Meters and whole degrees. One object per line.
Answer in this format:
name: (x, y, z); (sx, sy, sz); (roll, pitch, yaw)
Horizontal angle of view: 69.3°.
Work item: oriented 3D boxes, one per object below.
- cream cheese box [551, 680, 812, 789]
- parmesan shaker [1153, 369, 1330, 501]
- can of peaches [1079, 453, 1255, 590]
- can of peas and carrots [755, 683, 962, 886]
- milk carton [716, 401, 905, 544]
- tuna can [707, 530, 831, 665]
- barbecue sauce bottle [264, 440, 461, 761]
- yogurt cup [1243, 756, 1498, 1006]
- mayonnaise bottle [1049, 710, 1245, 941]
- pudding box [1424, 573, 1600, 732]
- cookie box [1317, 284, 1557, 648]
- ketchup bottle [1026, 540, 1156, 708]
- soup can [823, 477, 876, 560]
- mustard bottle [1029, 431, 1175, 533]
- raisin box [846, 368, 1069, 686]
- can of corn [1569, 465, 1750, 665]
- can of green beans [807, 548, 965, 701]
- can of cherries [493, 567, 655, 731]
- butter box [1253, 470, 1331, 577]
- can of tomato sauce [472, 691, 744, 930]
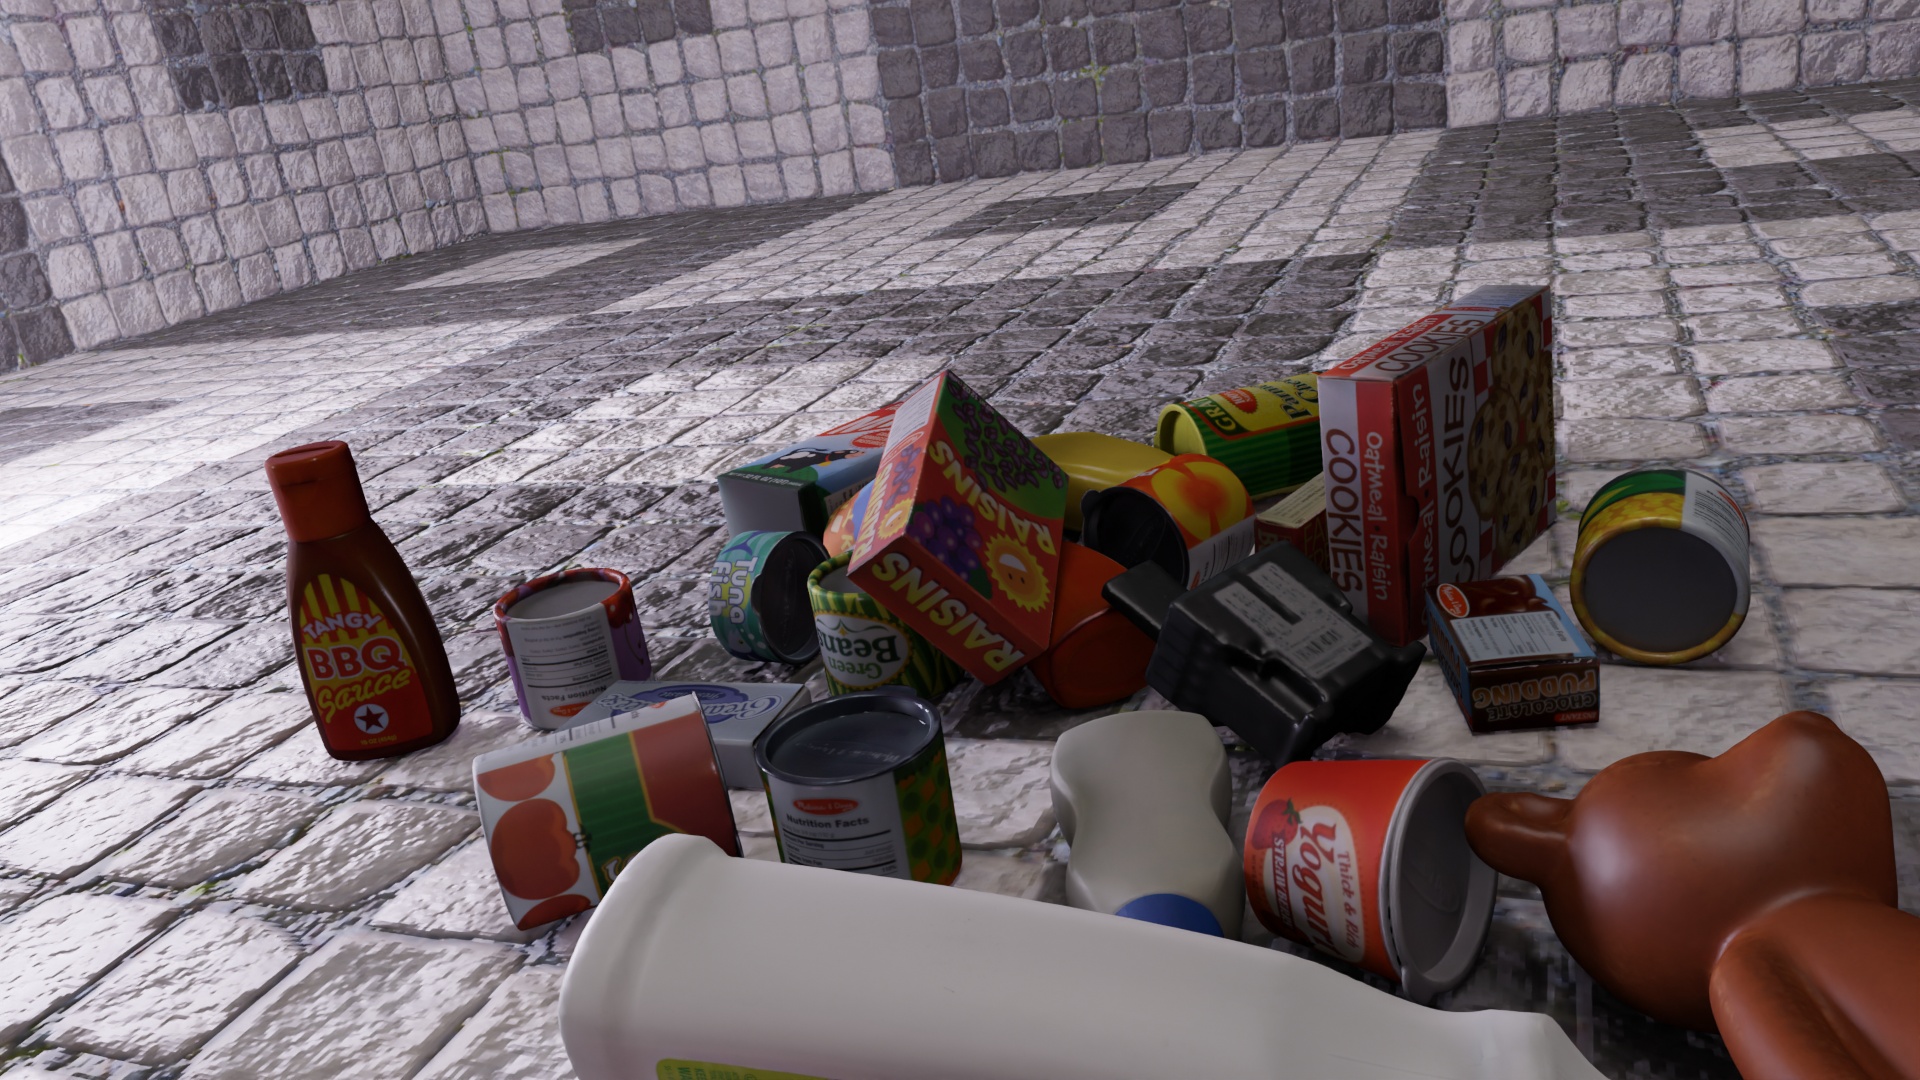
cream cheese box: (-0.121, 0.084, 0.611); (0.104, 0.024, 0.053); (-1, 22, 21)
parmesan shaker: (0.173, -0.058, 0.803); (0.103, 0.071, 0.071); (-14, 21, -14)
can of peaches: (0.103, -0.006, 0.691); (0.058, 0.071, 0.071); (-25, 25, -38)
can of peas and carrots: (-0.034, 0.093, 0.500); (0.071, 0.058, 0.071); (-8, 20, 3)
milk carton: (-0.042, -0.031, 0.814); (0.072, 0.073, 0.191); (10, 27, 42)
tuna can: (-0.094, 0.028, 0.686); (0.033, 0.070, 0.071); (1, 22, 29)
barbecue sauce bottle: (-0.284, 0.028, 0.651); (0.065, 0.148, 0.044); (-9, 19, 0)
yogurt cup: (0.123, 0.097, 0.419); (0.054, 0.072, 0.073); (0, 20, 45)
mayonnaise bottle: (0.062, 0.107, 0.450); (0.065, 0.041, 0.149); (-8, 21, 6)
pudding box: (0.222, 0.044, 0.563); (0.049, 0.030, 0.084); (-7, 20, 9)
cookie box: (0.229, -0.040, 0.651); (0.040, 0.122, 0.168); (9, 27, 43)
ketchup bottle: (0.048, 0.027, 0.660); (0.065, 0.043, 0.149); (-23, 22, -6)
soup can: (-0.021, -0.009, 0.709); (0.072, 0.071, 0.083); (-30, -3, -44)
mustard bottle: (0.094, -0.026, 0.778); (0.065, 0.048, 0.160); (-23, 25, -32)
raisin box: (0.002, -0.008, 0.619); (0.040, 0.086, 0.124); (-35, 26, 31)
can of corn: (0.287, 0.011, 0.575); (0.071, 0.071, 0.058); (2, 23, 28)
can of green beans: (-0.034, 0.039, 0.646); (0.071, 0.057, 0.071); (-8, 20, 3)
can of cherries: (-0.188, 0.051, 0.678); (0.071, 0.058, 0.072); (-8, 21, 3)
butter box: (0.178, -0.003, 0.674); (0.024, 0.053, 0.104); (12, 30, 40)
can of tomato sauce: (-0.129, 0.101, 0.513); (0.083, 0.071, 0.071); (-15, 21, -15)
